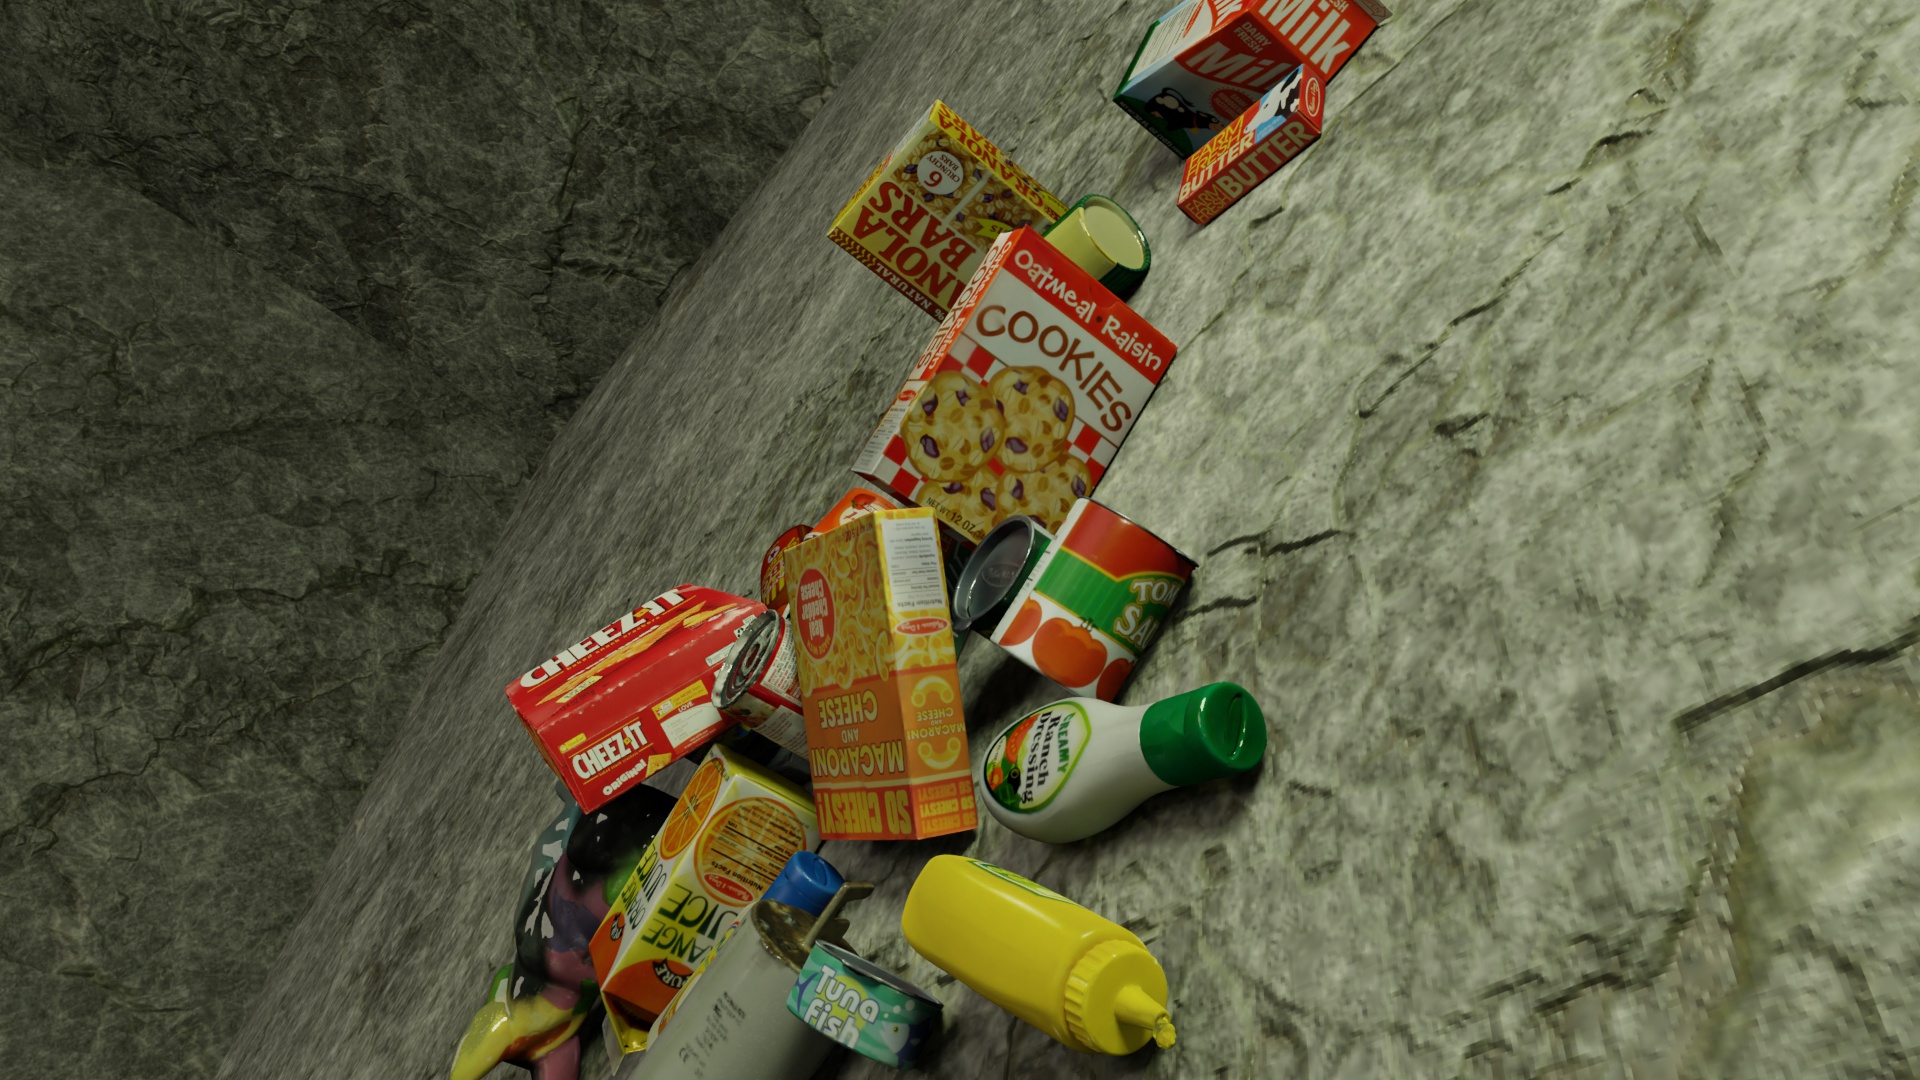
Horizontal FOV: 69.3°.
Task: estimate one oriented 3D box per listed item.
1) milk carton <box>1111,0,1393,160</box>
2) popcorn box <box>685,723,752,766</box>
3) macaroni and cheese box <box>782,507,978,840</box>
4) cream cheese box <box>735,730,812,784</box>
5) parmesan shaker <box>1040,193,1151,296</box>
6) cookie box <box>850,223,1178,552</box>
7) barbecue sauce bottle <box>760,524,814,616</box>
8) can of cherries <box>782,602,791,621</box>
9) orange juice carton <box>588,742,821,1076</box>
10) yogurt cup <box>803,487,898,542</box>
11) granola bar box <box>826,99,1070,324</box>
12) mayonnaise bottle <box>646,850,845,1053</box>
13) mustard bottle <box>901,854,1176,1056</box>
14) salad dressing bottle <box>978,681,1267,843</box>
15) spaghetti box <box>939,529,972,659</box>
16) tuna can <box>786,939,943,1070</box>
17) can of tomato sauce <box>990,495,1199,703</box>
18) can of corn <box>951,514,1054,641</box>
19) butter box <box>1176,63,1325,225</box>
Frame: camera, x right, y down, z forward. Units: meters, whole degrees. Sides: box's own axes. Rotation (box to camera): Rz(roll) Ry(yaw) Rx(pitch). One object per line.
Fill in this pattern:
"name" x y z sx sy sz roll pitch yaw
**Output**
"milk carton" 0.189 -0.325 0.902 0.190 0.072 0.073 -11 49 63
"popcorn box" -0.190 0.121 1.113 0.085 0.038 0.127 -54 21 6
"macaroni and cheese box" -0.046 0.075 0.752 0.123 0.040 0.166 -20 76 58
"cream cheese box" -0.128 0.150 0.959 0.103 0.024 0.054 -33 30 45
"parmesan shaker" 0.074 -0.179 0.951 0.102 0.071 0.072 -35 29 40
"cookie box" 0.034 -0.077 0.804 0.167 0.123 0.040 -58 22 -6
"barbecue sauce bottle" -0.129 0.046 1.085 0.064 0.043 0.149 -49 23 17
"can of cherries" -0.083 0.056 0.950 0.071 0.058 0.072 -46 23 26
"orange juice carton" -0.166 0.231 0.858 0.193 0.073 0.072 -58 21 -5
"yogurt cup" -0.072 -0.001 1.005 0.054 0.072 0.072 -56 20 -22
"granola bar box" 0.007 -0.219 1.010 0.123 0.165 0.039 -41 24 34
"mayonnaise bottle" -0.122 0.243 0.787 0.148 0.041 0.065 -54 19 8
"mustard bottle" 0.036 0.164 0.541 0.160 0.065 0.049 5 69 60
"salad dressing bottle" 0.067 0.093 0.598 0.147 0.044 0.064 -28 39 51
"spaghetti box" 0.003 -0.011 0.876 0.028 0.050 0.251 -25 37 57
"tuna can" -0.044 0.211 0.631 0.033 0.071 0.071 -63 22 -13
"can of tomato sauce" 0.065 0.031 0.666 0.083 0.071 0.071 -58 21 -3
"can of corn" 0.037 0.031 0.731 0.071 0.058 0.071 -45 24 26
"butter box" 0.182 -0.246 0.869 0.103 0.024 0.053 -34 30 43
